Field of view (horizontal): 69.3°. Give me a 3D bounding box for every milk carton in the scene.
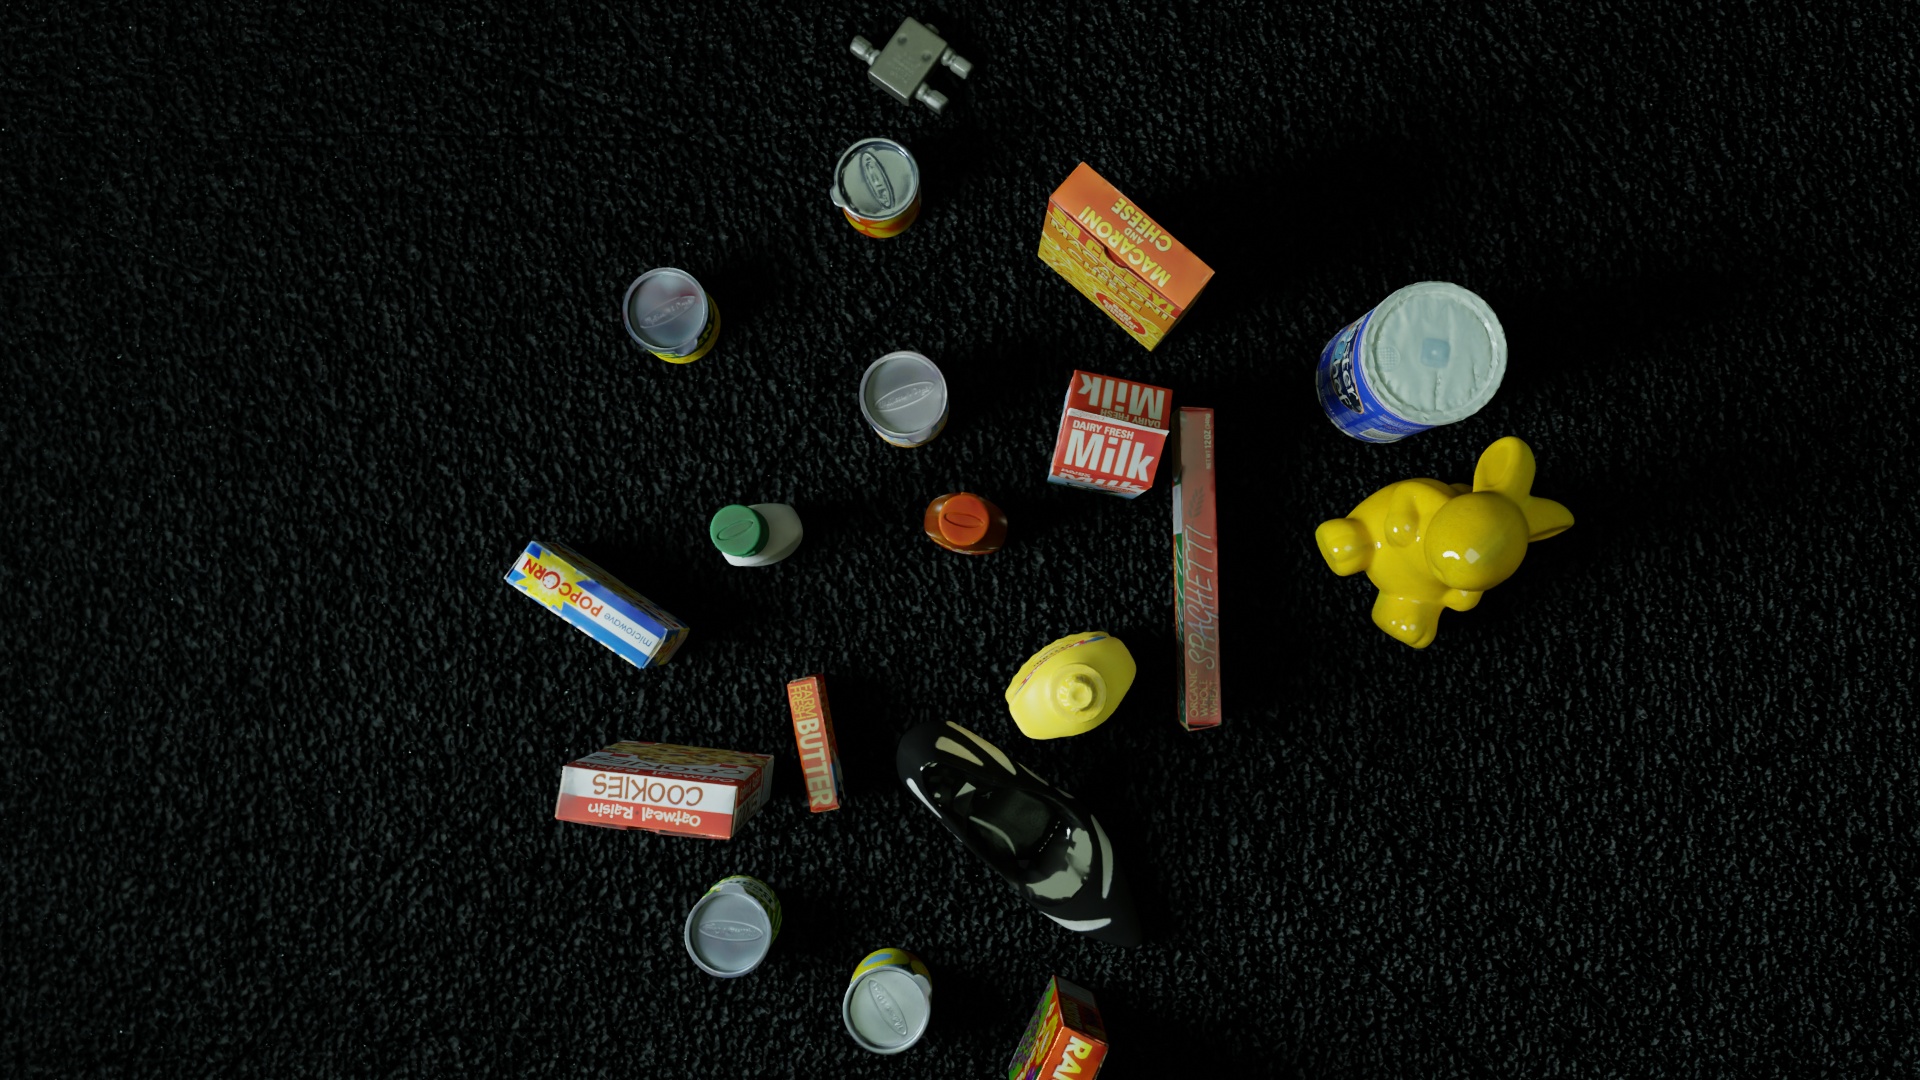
[{"bbox_3d":[0.108,-0.077,1.024,0.072,0.190,0.073,12,88,1],"label":"milk carton"}]

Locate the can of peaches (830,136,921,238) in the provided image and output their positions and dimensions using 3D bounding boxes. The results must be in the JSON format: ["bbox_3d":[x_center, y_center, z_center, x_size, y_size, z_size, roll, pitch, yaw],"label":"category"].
[{"bbox_3d":[-0.066,-0.278,1.100,0.071,0.058,0.071,0,88,1],"label":"can of peaches"}]

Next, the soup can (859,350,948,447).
[{"bbox_3d":[-0.041,-0.105,1.080,0.071,0.084,0.071,0,88,1],"label":"soup can"}]

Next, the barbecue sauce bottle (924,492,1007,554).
[{"bbox_3d":[0.004,-0.013,1.043,0.065,0.148,0.043,12,89,1],"label":"barbecue sauce bottle"}]

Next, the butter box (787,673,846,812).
[{"bbox_3d":[-0.112,0.157,1.085,0.024,0.053,0.103,-11,88,0],"label":"butter box"}]

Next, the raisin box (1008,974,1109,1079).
[{"bbox_3d":[0.072,0.388,1.039,0.040,0.123,0.086,27,89,1],"label":"raisin box"}]

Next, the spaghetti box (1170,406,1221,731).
[{"bbox_3d":[0.184,0.022,1.089,0.029,0.050,0.250,-1,88,1],"label":"spaghetti box"}]

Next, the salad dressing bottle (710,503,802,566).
[{"bbox_3d":[-0.156,-0.005,1.045,0.064,0.147,0.044,-24,88,0],"label":"salad dressing bottle"}]

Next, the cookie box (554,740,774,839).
[{"bbox_3d":[-0.213,0.182,1.028,0.123,0.167,0.040,6,88,1],"label":"cookie box"}]

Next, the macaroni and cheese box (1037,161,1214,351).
[{"bbox_3d":[0.119,-0.207,1.041,0.124,0.166,0.040,41,89,2],"label":"macaroni and cheese box"}]

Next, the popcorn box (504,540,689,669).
[{"bbox_3d":[-0.278,0.050,1.075,0.127,0.085,0.038,33,89,2],"label":"popcorn box"}]

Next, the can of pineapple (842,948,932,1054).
[{"bbox_3d":[-0.053,0.354,1.074,0.071,0.058,0.071,0,88,1],"label":"can of pineapple"}]

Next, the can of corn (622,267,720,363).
[{"bbox_3d":[-0.226,-0.174,1.097,0.071,0.058,0.071,0,88,1],"label":"can of corn"}]

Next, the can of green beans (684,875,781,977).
[{"bbox_3d":[-0.175,0.298,1.078,0.071,0.058,0.071,0,88,1],"label":"can of green beans"}]
